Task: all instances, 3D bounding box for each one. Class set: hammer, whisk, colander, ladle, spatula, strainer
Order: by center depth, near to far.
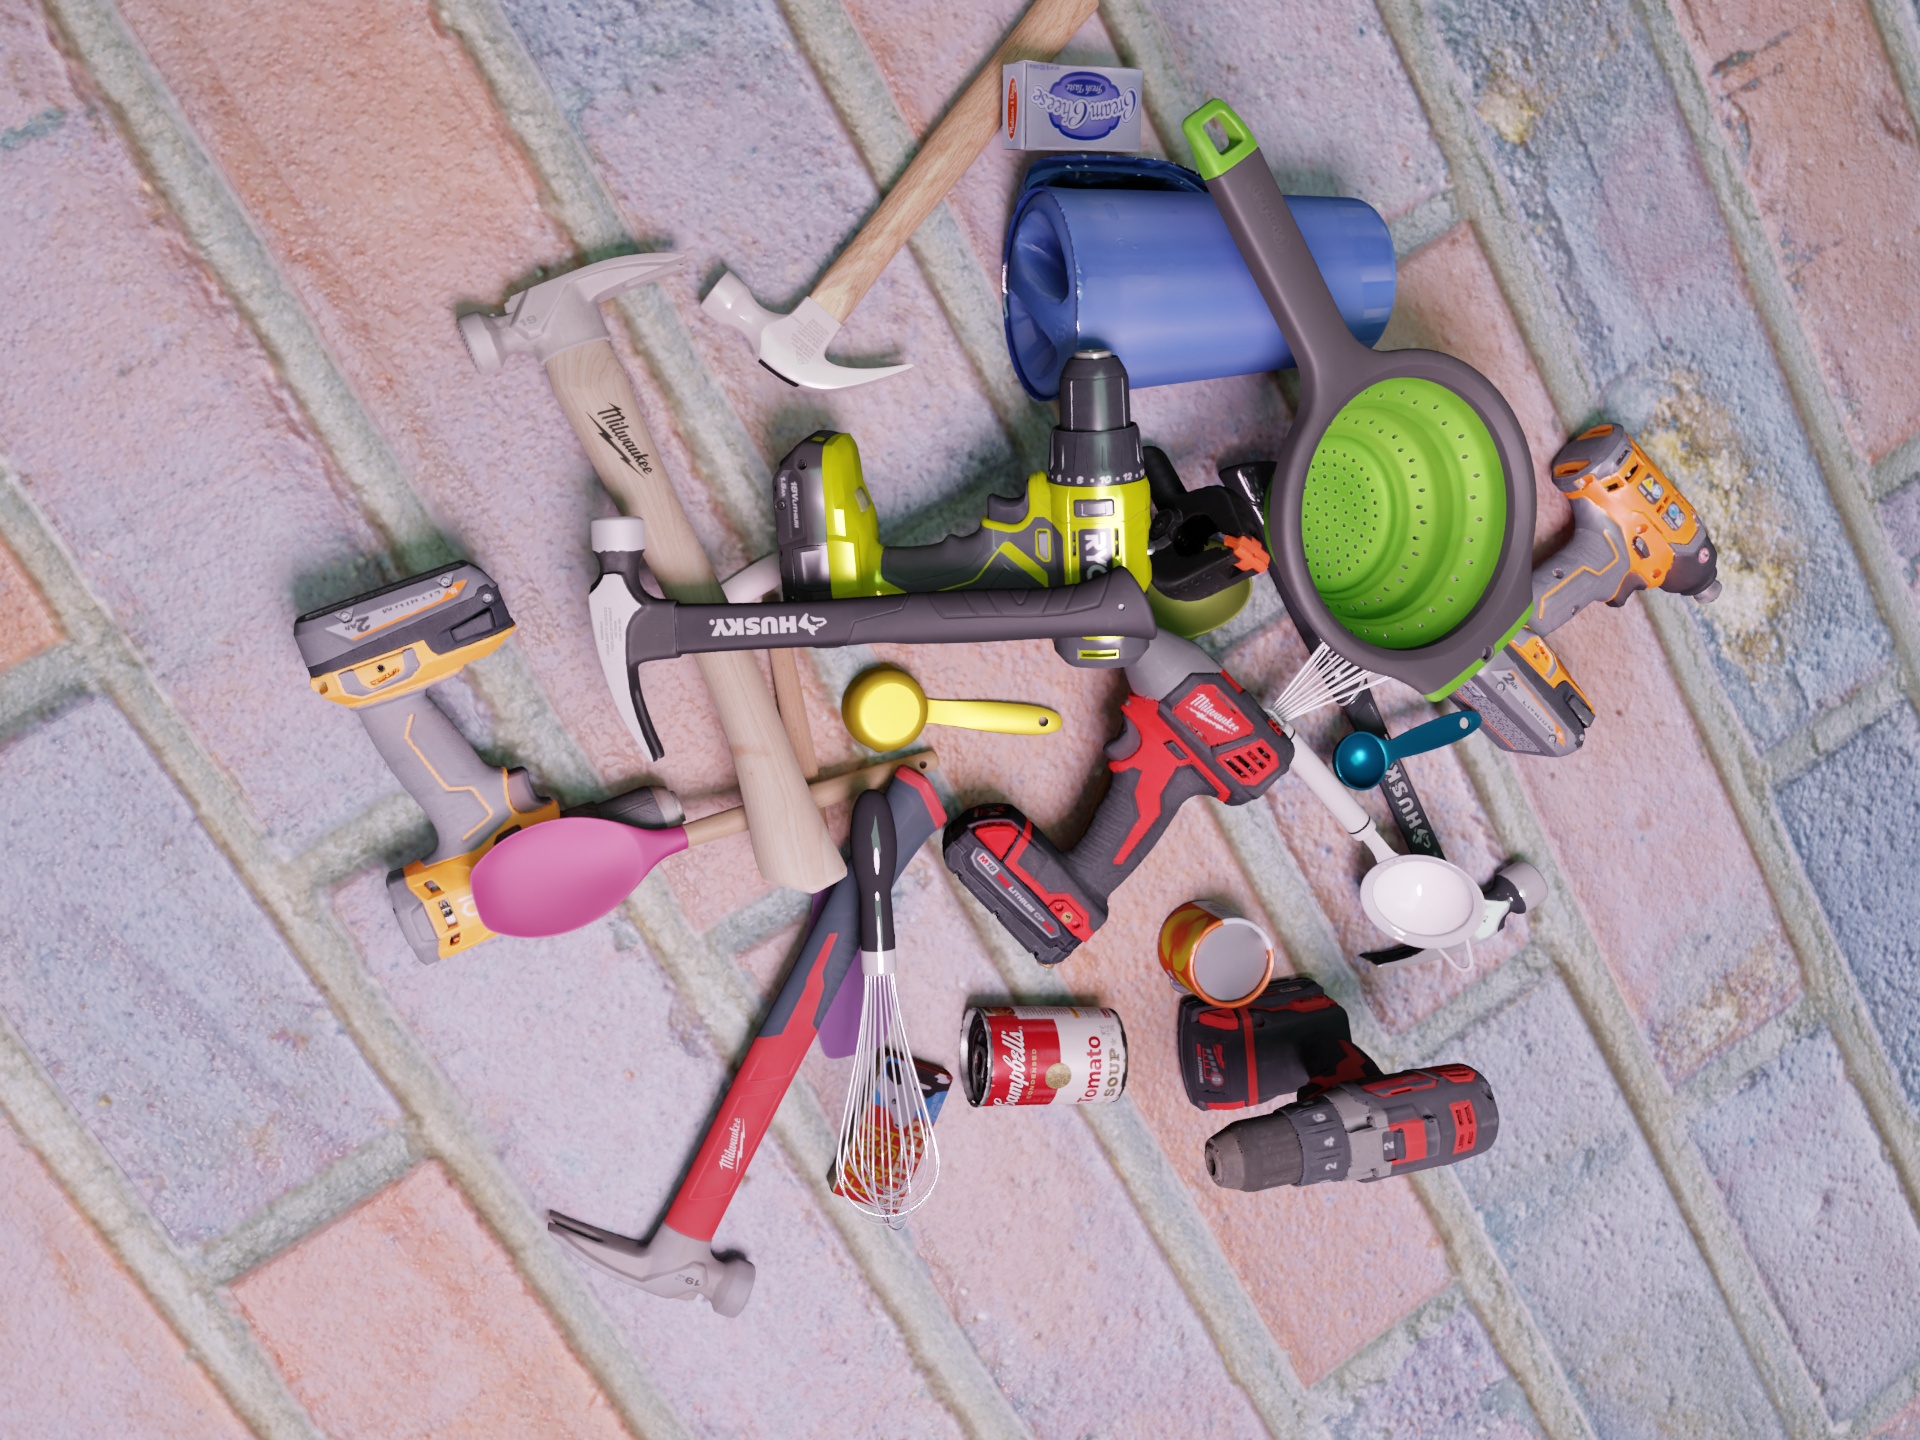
[{"bbox_3d":[-0.051,-0.054,0.948,0.335,0.035,0.146,-2,95,1],"label":"hammer"},{"bbox_3d":[-0.161,-0.087,0.995,0.146,0.038,0.410,-25,93,-12],"label":"hammer"},{"bbox_3d":[0.224,-0.198,1.004,0.204,0.094,0.396,-40,111,-16],"label":"colander"},{"bbox_3d":[-0.051,0.185,1.019,0.070,0.070,0.284,-3,93,-15],"label":"whisk"},{"bbox_3d":[-0.018,-0.353,1.037,0.130,0.031,0.331,39,85,-15],"label":"hammer"},{"bbox_3d":[-0.128,0.200,1.051,0.143,0.038,0.386,26,92,-14],"label":"hammer"},{"bbox_3d":[-0.095,0.076,1.069,0.059,0.018,0.316,-13,100,-13],"label":"spatula"},{"bbox_3d":[0.118,0.025,1.103,0.078,0.062,0.320,18,94,-25],"label":"ladle"},{"bbox_3d":[0.221,-0.004,1.107,0.246,0.058,0.059,-38,105,10],"label":"whisk"},{"bbox_3d":[0.287,0.078,1.113,0.258,0.087,0.050,46,41,-20],"label":"strainer"},{"bbox_3d":[0.287,-0.004,1.156,0.149,0.036,0.408,-30,102,-9],"label":"hammer"}]

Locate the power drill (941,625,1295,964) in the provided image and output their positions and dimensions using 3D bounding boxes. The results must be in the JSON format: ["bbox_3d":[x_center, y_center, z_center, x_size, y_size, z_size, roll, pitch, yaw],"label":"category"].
[{"bbox_3d":[0.097,0.043,1.055,0.219,0.078,0.143,-43,94,7],"label":"power drill"}]

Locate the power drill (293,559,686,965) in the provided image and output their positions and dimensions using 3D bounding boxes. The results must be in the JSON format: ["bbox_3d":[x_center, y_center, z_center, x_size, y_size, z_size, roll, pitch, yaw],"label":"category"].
[{"bbox_3d":[-0.286,0.017,0.981,0.185,0.084,0.226,-22,105,-17],"label":"power drill"}]

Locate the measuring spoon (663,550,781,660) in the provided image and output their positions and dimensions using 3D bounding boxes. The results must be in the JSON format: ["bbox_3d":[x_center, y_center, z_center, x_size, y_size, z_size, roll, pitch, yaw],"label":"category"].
[{"bbox_3d":[-0.152,-0.079,1.036,0.124,0.018,0.034,-33,103,-10],"label":"measuring spoon"}]

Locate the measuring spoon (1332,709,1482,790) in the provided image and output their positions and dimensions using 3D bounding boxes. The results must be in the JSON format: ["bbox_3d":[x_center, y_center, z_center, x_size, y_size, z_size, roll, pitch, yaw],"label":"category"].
[{"bbox_3d":[0.319,0.017,1.143,0.128,0.021,0.042,-18,93,-20],"label":"measuring spoon"}]

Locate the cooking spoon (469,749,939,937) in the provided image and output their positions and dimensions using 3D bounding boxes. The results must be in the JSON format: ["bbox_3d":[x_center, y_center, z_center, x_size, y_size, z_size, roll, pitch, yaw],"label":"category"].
[{"bbox_3d":[-0.152,0.067,1.014,0.319,0.017,0.069,-17,95,-27],"label":"cooking spoon"}]

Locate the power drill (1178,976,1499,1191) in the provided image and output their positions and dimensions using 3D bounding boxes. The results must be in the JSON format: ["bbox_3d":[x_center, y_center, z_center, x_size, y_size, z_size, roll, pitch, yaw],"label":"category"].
[{"bbox_3d":[0.220,0.248,1.063,0.188,0.227,0.080,-8,98,-15],"label":"power drill"}]

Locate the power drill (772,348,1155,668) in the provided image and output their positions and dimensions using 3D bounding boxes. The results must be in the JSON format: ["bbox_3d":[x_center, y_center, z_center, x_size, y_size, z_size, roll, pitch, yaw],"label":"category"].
[{"bbox_3d":[0.005,-0.129,0.989,0.228,0.080,0.190,-1,109,9],"label":"power drill"}]

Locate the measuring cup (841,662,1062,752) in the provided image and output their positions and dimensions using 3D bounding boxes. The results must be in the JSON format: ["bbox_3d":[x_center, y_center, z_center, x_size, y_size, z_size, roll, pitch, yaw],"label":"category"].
[{"bbox_3d":[-0.002,-0.003,1.079,0.156,0.029,0.062,4,95,-14],"label":"measuring cup"}]

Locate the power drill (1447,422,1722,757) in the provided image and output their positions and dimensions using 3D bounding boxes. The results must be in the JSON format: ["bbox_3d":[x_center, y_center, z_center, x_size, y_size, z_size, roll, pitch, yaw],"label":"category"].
[{"bbox_3d":[0.463,-0.083,1.172,0.164,0.084,0.226,41,81,-16],"label":"power drill"}]
